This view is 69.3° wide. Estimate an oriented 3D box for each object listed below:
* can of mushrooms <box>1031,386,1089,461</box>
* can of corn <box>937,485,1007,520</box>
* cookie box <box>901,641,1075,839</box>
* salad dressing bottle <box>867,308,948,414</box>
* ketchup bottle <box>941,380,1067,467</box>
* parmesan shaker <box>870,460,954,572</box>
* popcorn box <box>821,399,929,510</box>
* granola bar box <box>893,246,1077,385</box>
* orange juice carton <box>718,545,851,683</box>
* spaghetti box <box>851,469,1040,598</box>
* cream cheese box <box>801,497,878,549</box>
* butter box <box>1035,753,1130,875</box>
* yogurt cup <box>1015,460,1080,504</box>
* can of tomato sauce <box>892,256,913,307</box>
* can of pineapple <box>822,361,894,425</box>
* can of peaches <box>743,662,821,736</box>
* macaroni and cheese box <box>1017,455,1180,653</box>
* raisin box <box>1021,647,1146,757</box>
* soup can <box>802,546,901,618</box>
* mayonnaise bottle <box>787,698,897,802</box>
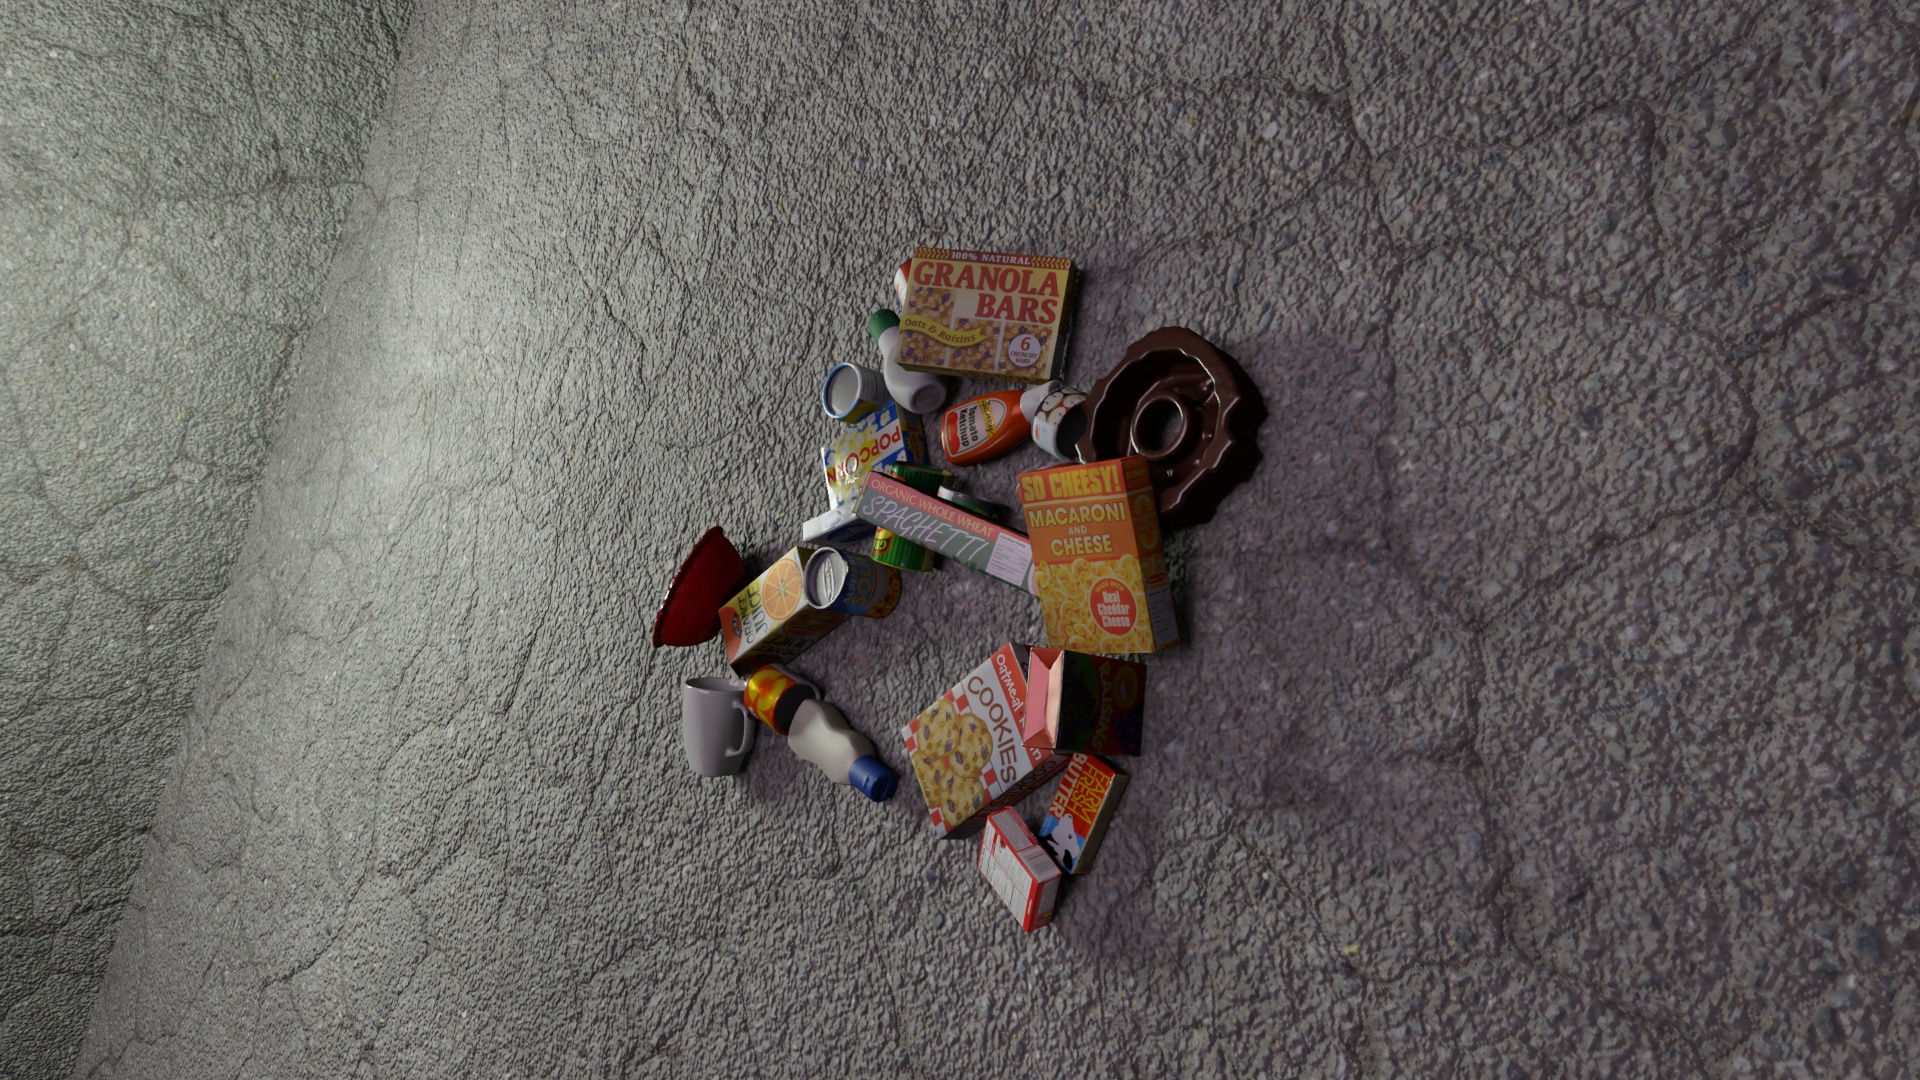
[{"bbox_3d":[0.104,-0.111,1.313,0.033,0.071,0.071,34,104,44],"label":"can of mushrooms"},{"bbox_3d":[0.005,-0.017,1.388,0.071,0.071,0.058,23,97,45],"label":"can of corn"},{"bbox_3d":[0.026,0.193,1.330,0.166,0.040,0.123,-42,54,30],"label":"cookie box"},{"bbox_3d":[-0.060,-0.197,1.505,0.064,0.043,0.148,-24,48,-6],"label":"salad dressing bottle"},{"bbox_3d":[0.046,-0.121,1.383,0.148,0.043,0.065,-18,70,43],"label":"ketchup bottle"},{"bbox_3d":[-0.050,-0.026,1.435,0.071,0.071,0.103,22,102,45],"label":"parmesan shaker"},{"bbox_3d":[-0.094,-0.088,1.518,0.126,0.038,0.085,-30,61,36],"label":"popcorn box"},{"bbox_3d":[0.026,-0.225,1.390,0.165,0.039,0.124,9,85,19],"label":"granola bar box"},{"bbox_3d":[-0.206,0.088,1.560,0.192,0.073,0.072,-37,57,33],"label":"orange juice carton"},{"bbox_3d":[0.012,-0.001,1.331,0.250,0.029,0.050,24,97,20],"label":"spaghetti box"},{"bbox_3d":[-0.120,-0.018,1.517,0.103,0.053,0.024,-22,63,39],"label":"cream cheese box"},{"bbox_3d":[0.109,0.242,1.248,0.053,0.024,0.103,30,101,44],"label":"butter box"},{"bbox_3d":[0.092,-0.036,1.308,0.072,0.072,0.054,-36,65,33],"label":"yogurt cup"},{"bbox_3d":[-0.026,-0.254,1.477,0.071,0.071,0.083,-40,55,30],"label":"can of tomato sauce"},{"bbox_3d":[-0.113,-0.160,1.542,0.071,0.058,0.071,-13,72,42],"label":"can of pineapple"},{"bbox_3d":[-0.197,0.178,1.533,0.058,0.071,0.071,23,96,44],"label":"can of peaches"},{"bbox_3d":[0.120,0.014,1.219,0.123,0.040,0.166,-6,96,46],"label":"macaroni and cheese box"},{"bbox_3d":[0.109,0.142,1.203,0.040,0.123,0.086,-3,78,42],"label":"raisin box"},{"bbox_3d":[-0.112,0.045,1.471,0.071,0.084,0.071,-12,72,42],"label":"soup can"},{"bbox_3d":[-0.124,0.225,1.469,0.148,0.041,0.064,31,103,43],"label":"mayonnaise bottle"}]
